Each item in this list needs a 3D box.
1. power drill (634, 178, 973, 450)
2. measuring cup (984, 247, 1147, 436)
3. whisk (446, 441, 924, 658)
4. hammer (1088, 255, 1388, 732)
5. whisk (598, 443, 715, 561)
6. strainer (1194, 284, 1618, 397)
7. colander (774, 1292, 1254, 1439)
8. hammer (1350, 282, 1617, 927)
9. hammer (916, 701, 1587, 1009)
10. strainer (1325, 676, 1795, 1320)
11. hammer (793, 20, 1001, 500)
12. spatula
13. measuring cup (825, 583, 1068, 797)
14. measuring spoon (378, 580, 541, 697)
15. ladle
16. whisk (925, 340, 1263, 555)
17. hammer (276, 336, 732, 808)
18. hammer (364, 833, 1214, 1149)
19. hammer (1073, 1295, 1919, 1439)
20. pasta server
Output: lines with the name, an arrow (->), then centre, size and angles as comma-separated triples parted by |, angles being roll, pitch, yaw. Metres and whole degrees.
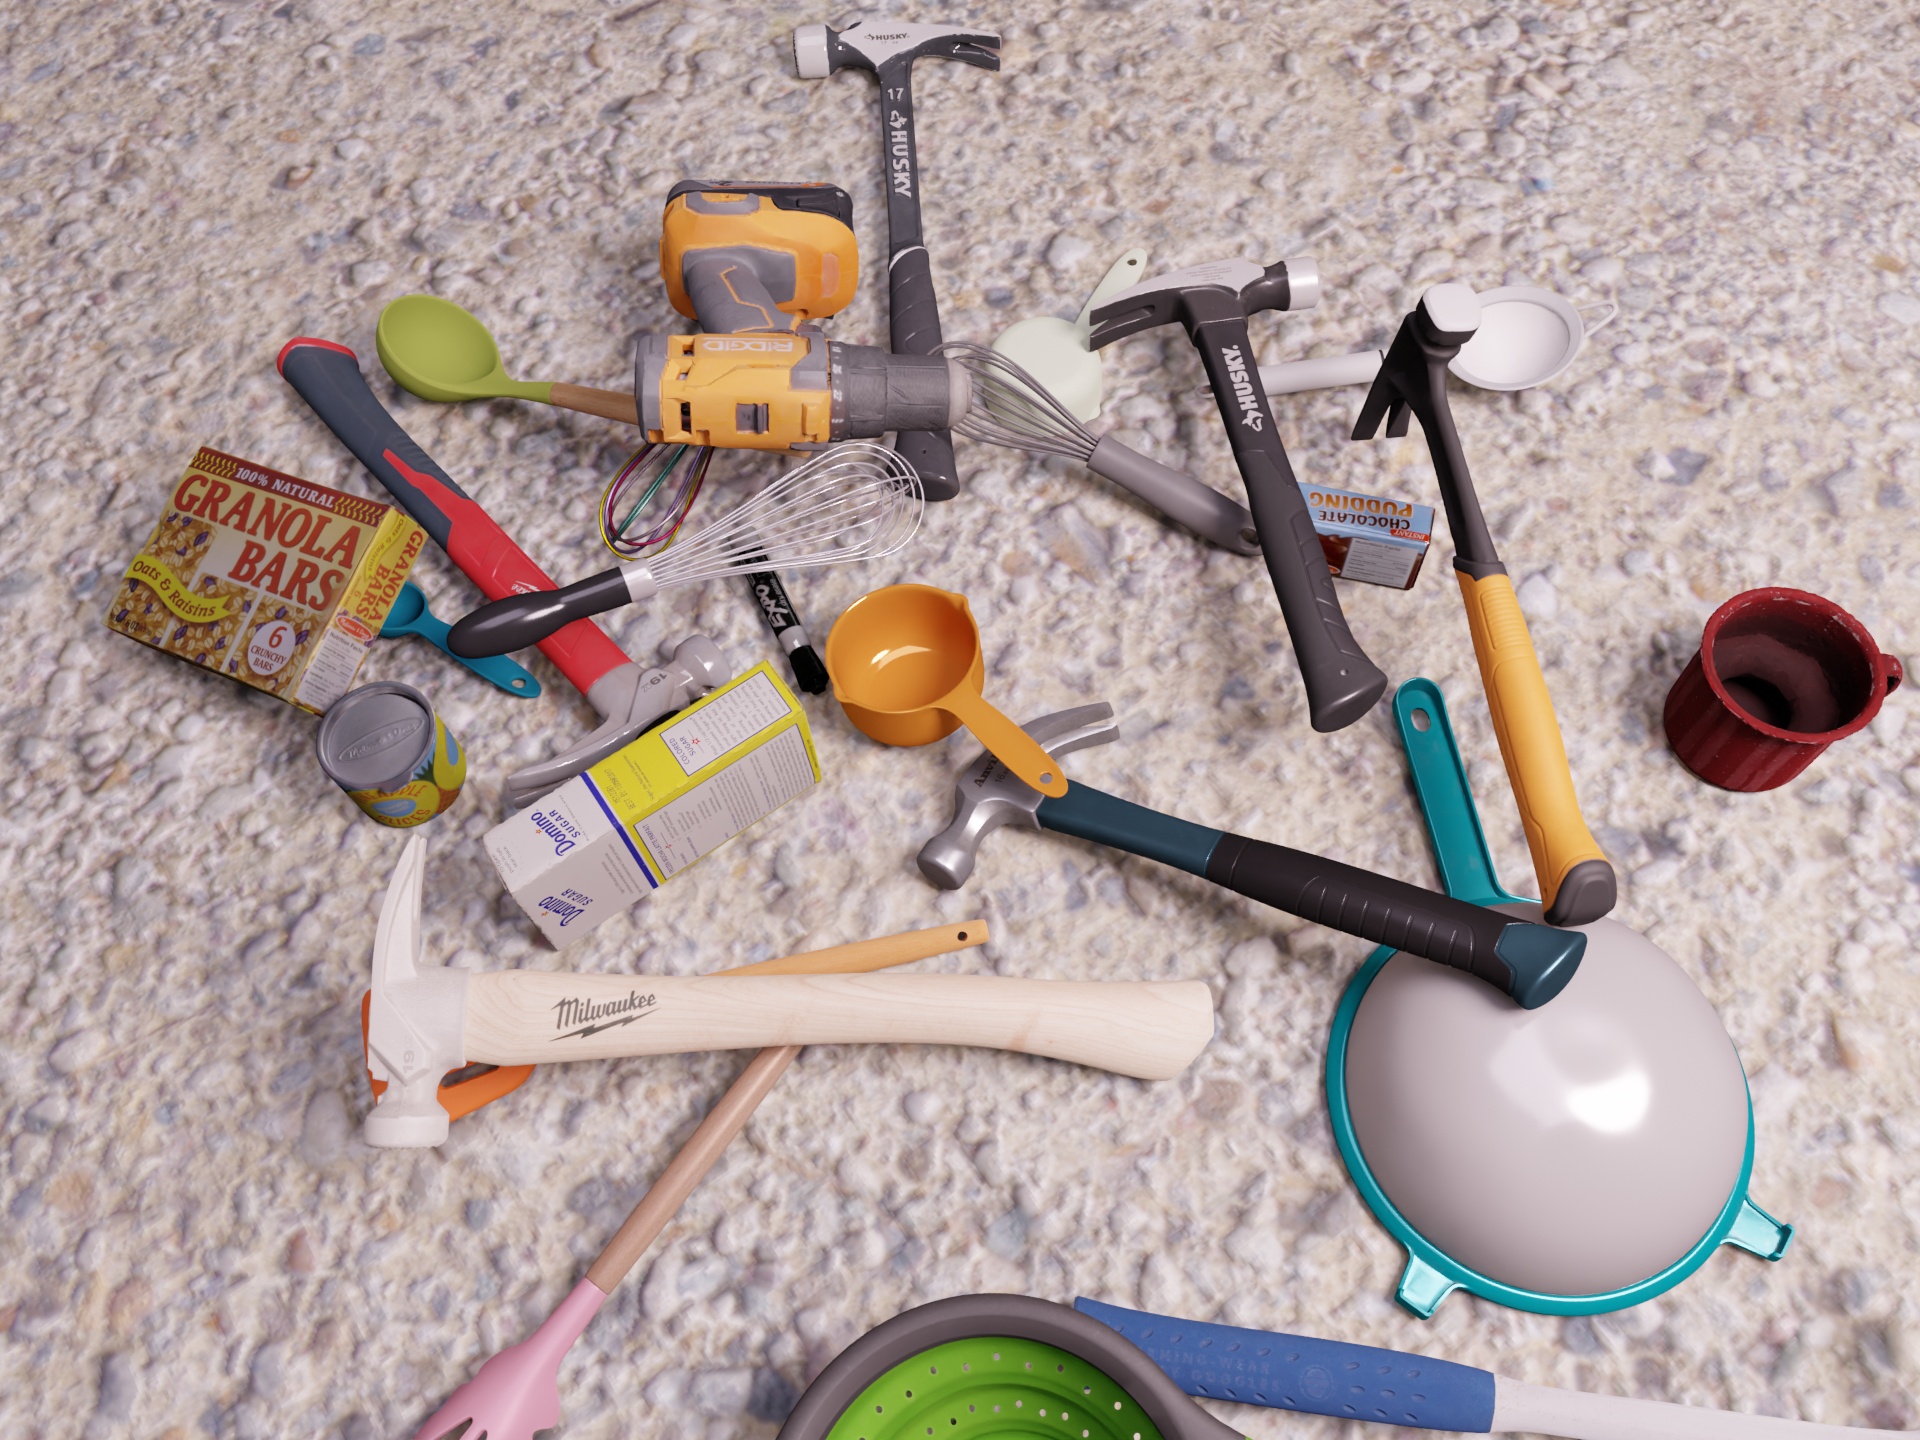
power drill -> -0.094, -0.236, 0.938 | 0.185, 0.084, 0.226 | -1, 43, -7
measuring cup -> 0.076, -0.256, 1.025 | 0.083, 0.038, 0.168 | 29, 70, 16
whisk -> -0.153, -0.090, 0.907 | 0.284, 0.070, 0.070 | -22, 64, -13
hammer -> 0.170, -0.138, 0.908 | 0.146, 0.035, 0.335 | -8, 57, -2
whisk -> -0.155, -0.195, 1.010 | 0.047, 0.051, 0.245 | 32, 63, -5
strainer -> 0.276, -0.225, 1.001 | 0.258, 0.050, 0.087 | -7, 57, 6
colander -> -0.062, 0.359, 0.697 | 0.397, 0.094, 0.205 | 0, 63, 11
hammer -> 0.271, -0.055, 0.825 | 0.034, 0.127, 0.337 | -5, 66, -7
hammer -> 0.143, 0.075, 0.808 | 0.331, 0.033, 0.128 | 17, 60, 30
strainer -> 0.281, 0.115, 0.798 | 0.211, 0.095, 0.341 | -9, 65, -2
hammer -> -0.031, -0.322, 1.067 | 0.149, 0.036, 0.409 | -5, 64, -1
spatula -> -0.142, 0.145, 0.833 | 0.322, 0.041, 0.081 | -12, 87, -5
measuring cup -> -0.001, -0.003, 0.887 | 0.095, 0.052, 0.174 | -40, 63, -16
measuring spoon -> -0.305, -0.042, 0.951 | 0.128, 0.021, 0.042 | 30, 48, 7
ladle -> -0.227, -0.206, 0.969 | 0.320, 0.062, 0.078 | 16, 35, 25
whisk -> 0.081, -0.159, 0.959 | 0.239, 0.055, 0.055 | 29, 67, 2
hammer -> -0.313, -0.108, 0.959 | 0.143, 0.038, 0.387 | -36, 65, -27
hammer -> -0.076, 0.134, 0.787 | 0.410, 0.038, 0.146 | 2, 82, -10
hammer -> 0.252, 0.304, 0.719 | 0.405, 0.035, 0.144 | 5, 90, 9
pasta server -> -0.158, 0.255, 0.779 | 0.060, 0.040, 0.316 | 32, 69, 17
